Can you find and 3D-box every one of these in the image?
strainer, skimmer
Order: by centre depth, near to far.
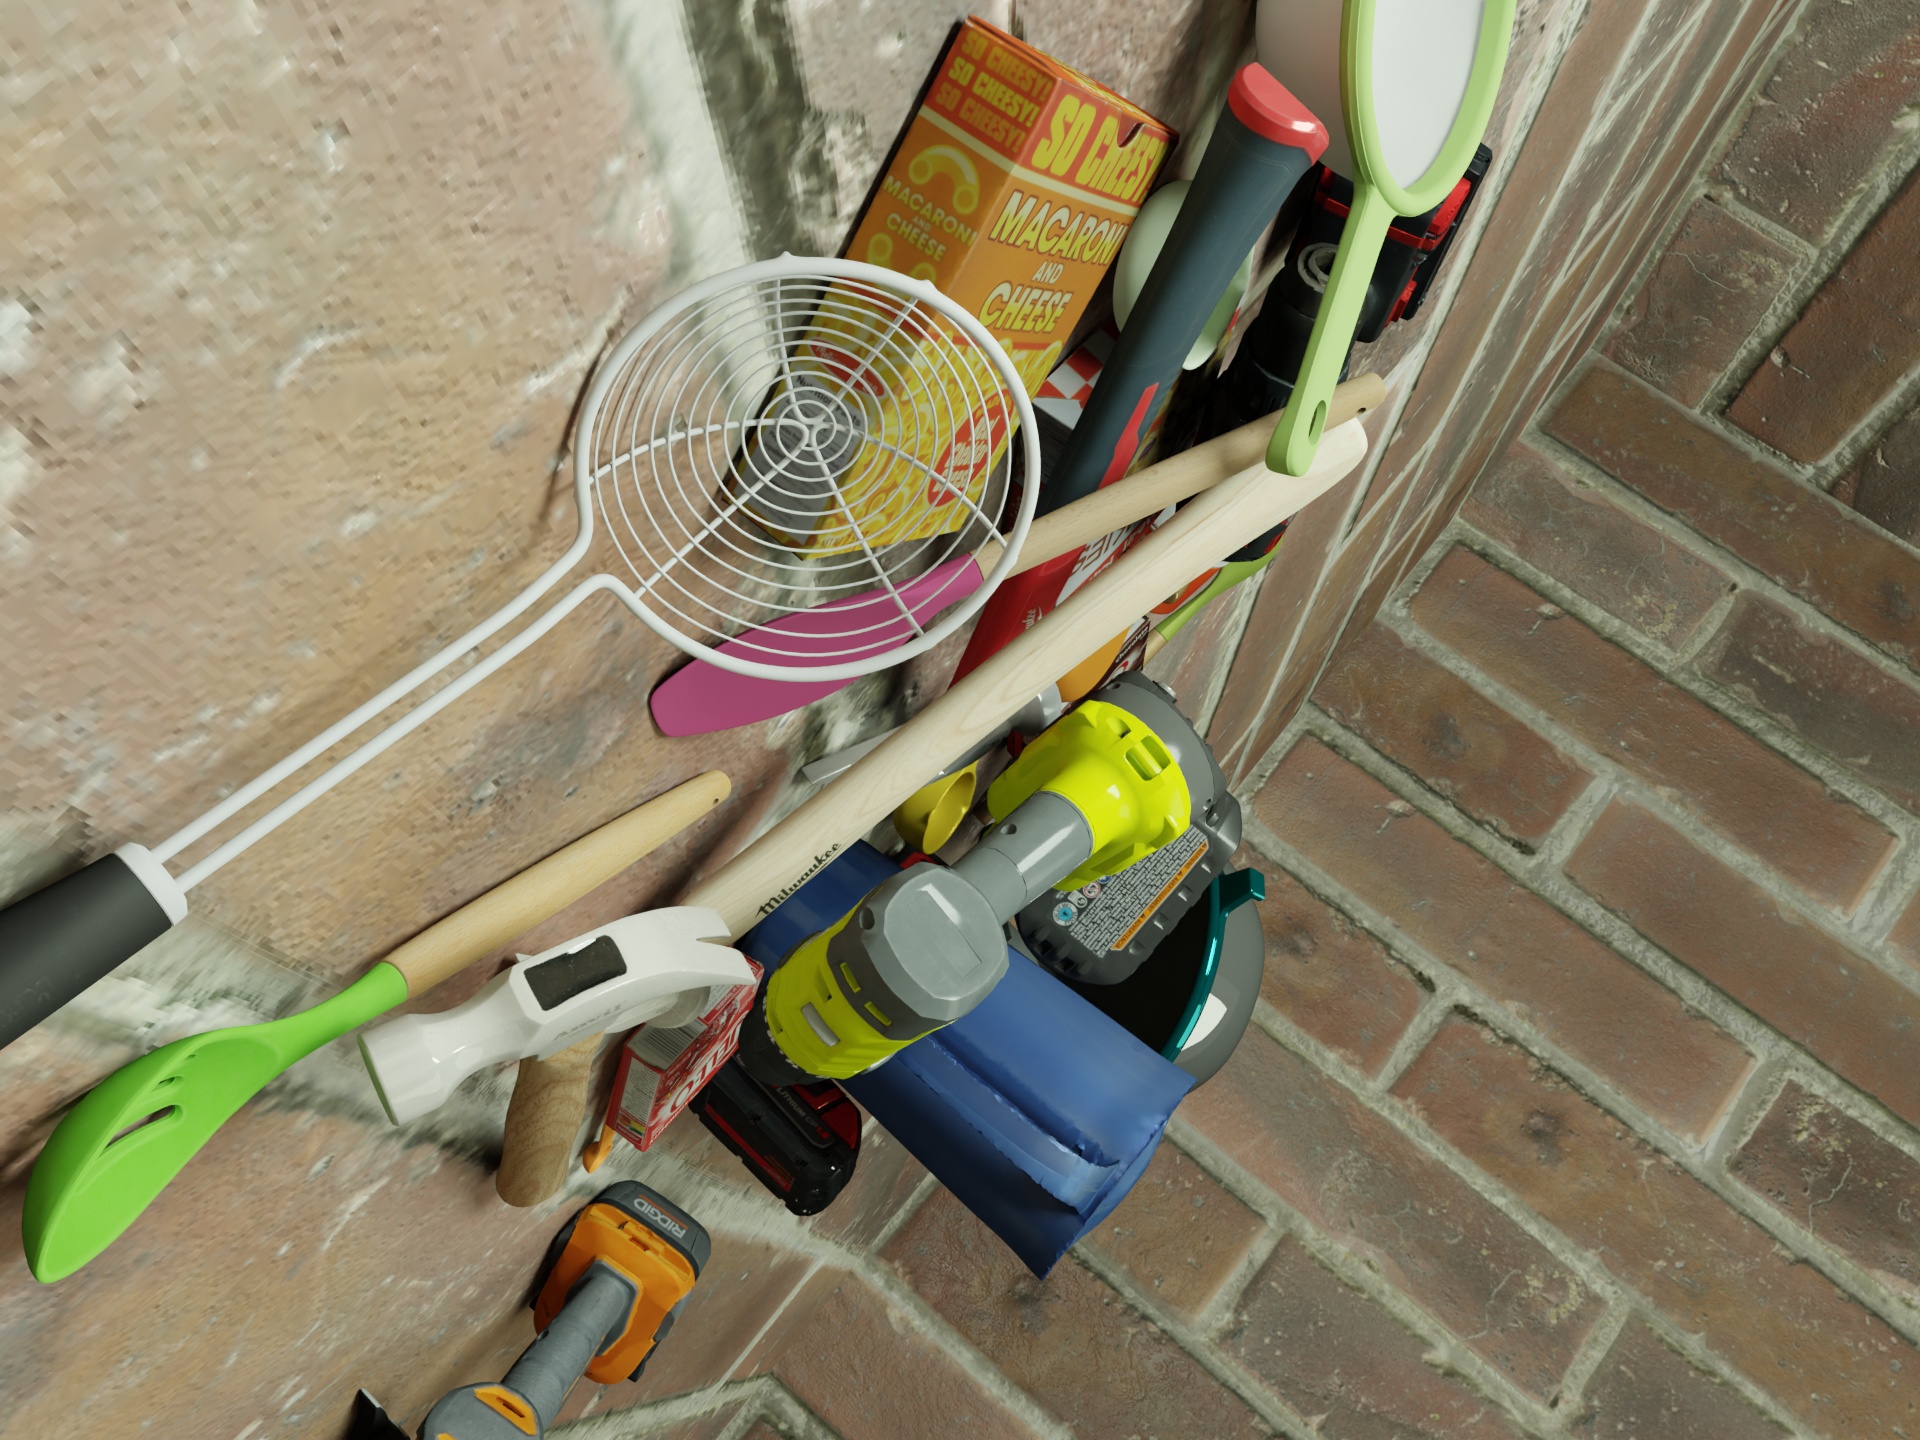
[{"bbox_3d":[-0.128,0.009,0.379,0.363,0.090,0.127,-42,130,-30],"label":"skimmer"},{"bbox_3d":[0.141,-0.223,0.613,0.151,0.069,0.256,9,98,-57],"label":"strainer"},{"bbox_3d":[0.106,0.146,1.078,0.211,0.095,0.341,-63,-156,5],"label":"strainer"}]

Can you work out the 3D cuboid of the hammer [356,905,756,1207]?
[{"bbox_3d":[-0.161,0.149,0.631,0.130,0.031,0.331,-24,163,-26],"label":"hammer"}]

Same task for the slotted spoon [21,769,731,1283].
[{"bbox_3d":[-0.173,0.078,0.536,0.314,0.031,0.070,-35,158,-55],"label":"slotted spoon"}]

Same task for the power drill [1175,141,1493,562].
[{"bbox_3d":[0.181,-0.205,0.774,0.227,0.080,0.187,-59,170,-27],"label":"power drill"}]

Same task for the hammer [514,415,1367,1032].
[{"bbox_3d":[-0.001,-0.002,0.668,0.410,0.038,0.146,-38,166,3],"label":"hammer"}]

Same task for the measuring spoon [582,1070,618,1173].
[{"bbox_3d":[-0.184,0.200,0.842,0.021,0.011,0.116,-44,161,-53],"label":"measuring spoon"}]

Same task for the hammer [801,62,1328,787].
[{"bbox_3d":[0.037,-0.090,0.659,0.143,0.038,0.386,-23,156,-32],"label":"hammer"}]

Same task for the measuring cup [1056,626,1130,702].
[{"bbox_3d":[0.085,-0.085,0.900,0.174,0.052,0.095,-52,160,-14],"label":"measuring cup"}]

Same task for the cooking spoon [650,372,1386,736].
[{"bbox_3d":[0.028,-0.069,0.616,0.319,0.017,0.068,-25,156,-11],"label":"cooking spoon"}]

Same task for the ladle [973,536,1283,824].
[{"bbox_3d":[0.117,-0.051,1.149,0.320,0.062,0.078,-45,168,0],"label":"ladle"}]

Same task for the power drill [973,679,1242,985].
[{"bbox_3d":[0.085,0.057,0.952,0.171,0.080,0.223,-50,-170,5],"label":"power drill"}]

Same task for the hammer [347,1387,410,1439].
[{"bbox_3d":[-0.383,0.431,0.714,0.146,0.035,0.335,-58,165,23],"label":"hammer"}]

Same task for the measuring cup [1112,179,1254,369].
[{"bbox_3d":[0.104,-0.234,0.665,0.083,0.038,0.167,-25,133,-58],"label":"measuring cup"}]

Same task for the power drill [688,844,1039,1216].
[{"bbox_3d":[-0.048,0.186,0.971,0.220,0.143,0.078,-41,165,-32],"label":"power drill"}]

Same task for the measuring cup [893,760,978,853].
[{"bbox_3d":[0.001,0.004,0.940,0.062,0.029,0.156,-7,121,-67],"label":"measuring cup"}]

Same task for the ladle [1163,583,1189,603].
[{"bbox_3d":[0.148,-0.129,0.910,0.069,0.031,0.315,-17,-161,26],"label":"ladle"}]

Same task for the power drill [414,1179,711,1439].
[{"bbox_3d":[-0.241,0.382,0.890,0.164,0.084,0.226,-60,174,28],"label":"power drill"}]

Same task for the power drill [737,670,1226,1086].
[{"bbox_3d":[0.002,0.082,0.736,0.228,0.080,0.190,-36,177,-37],"label":"power drill"}]
